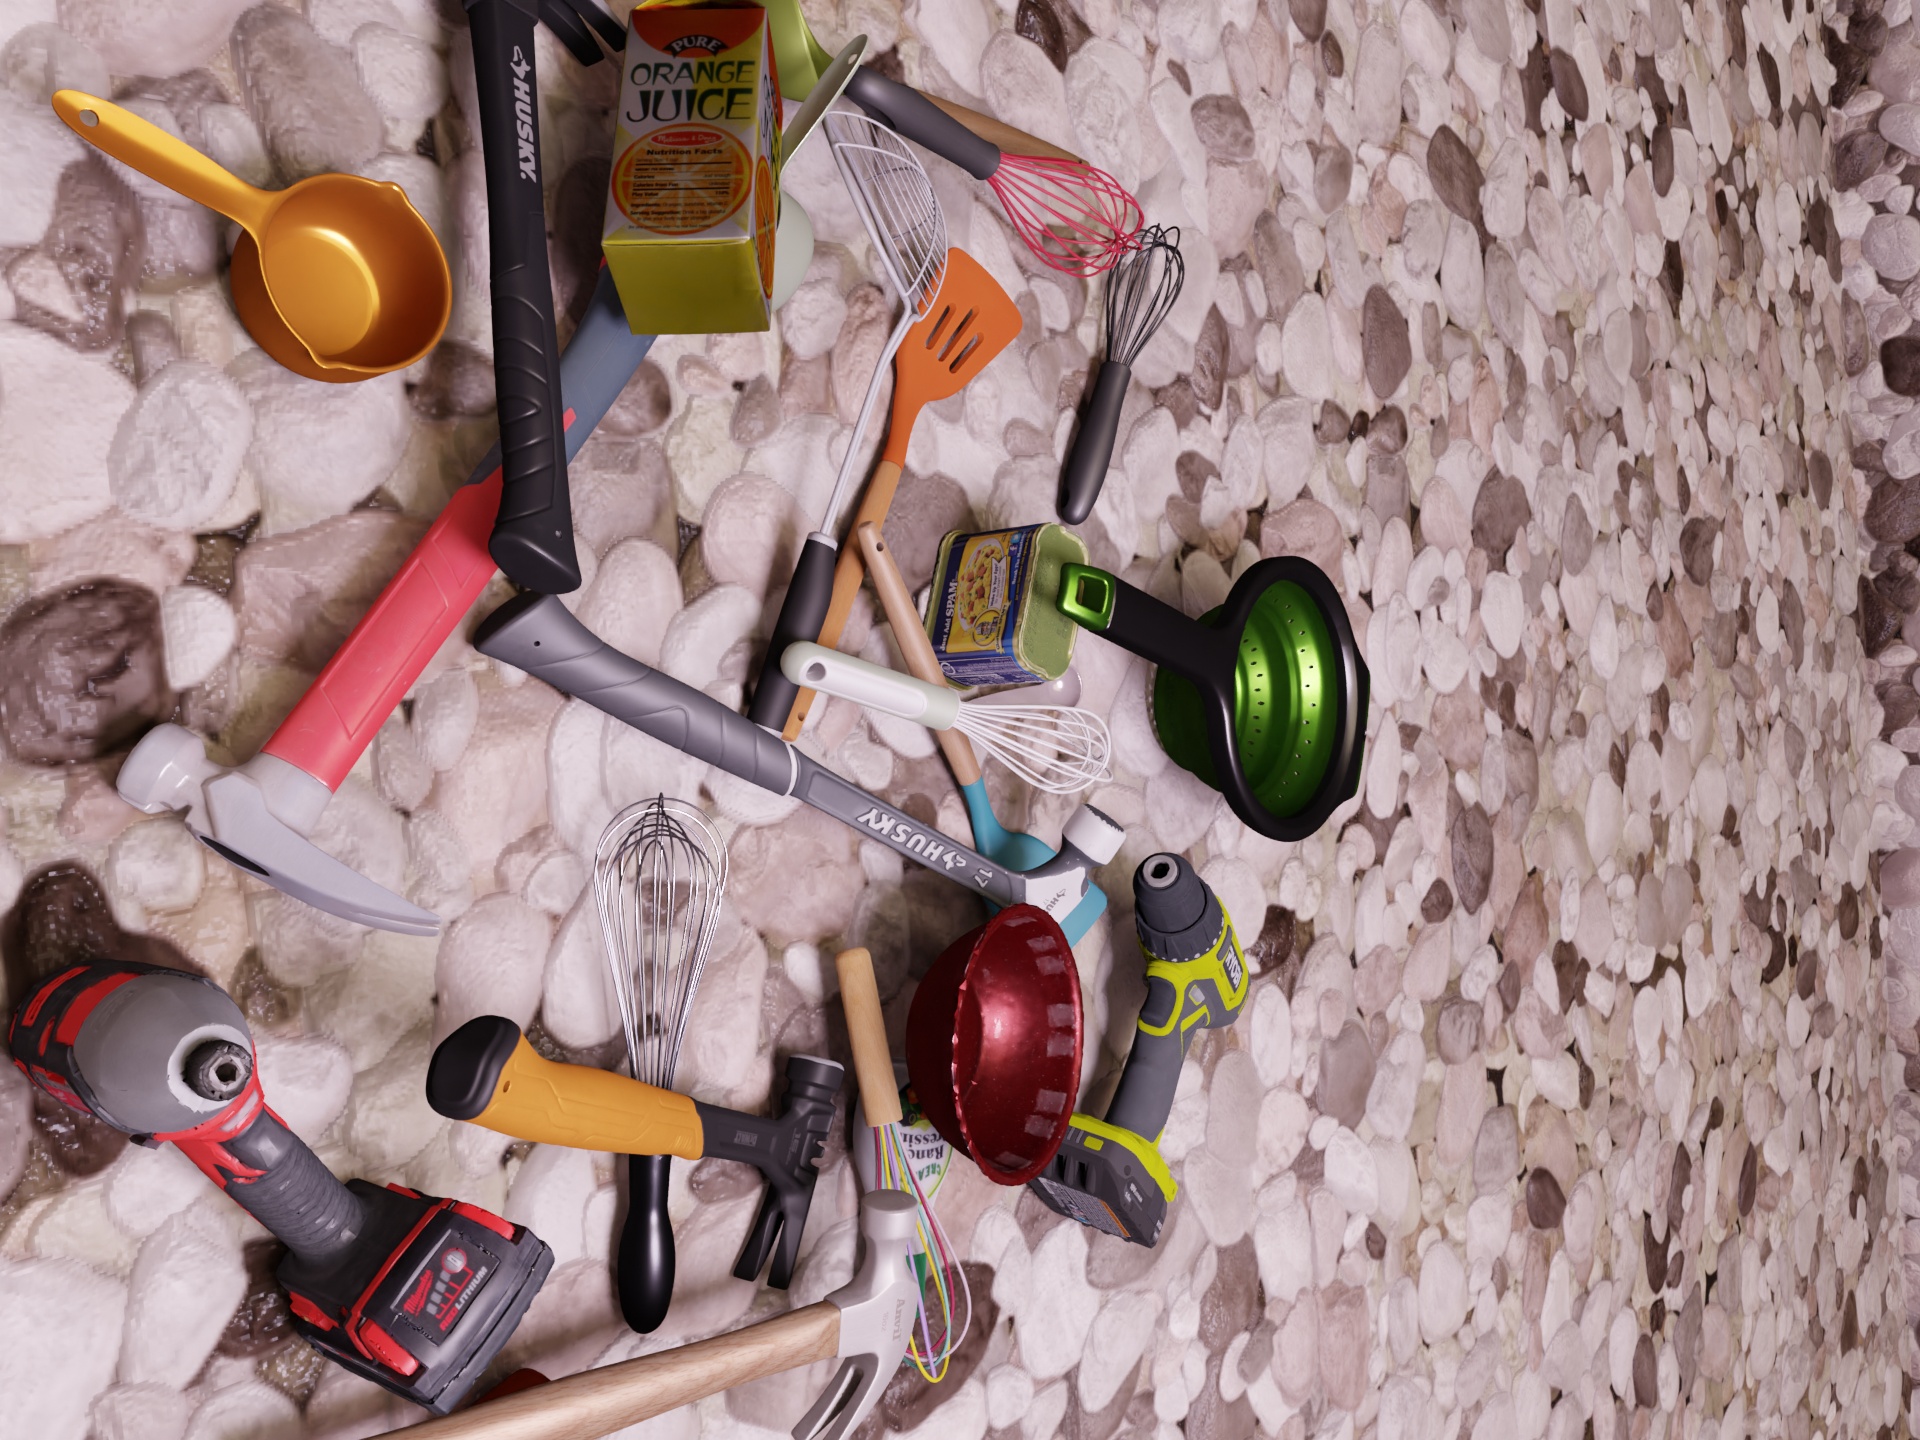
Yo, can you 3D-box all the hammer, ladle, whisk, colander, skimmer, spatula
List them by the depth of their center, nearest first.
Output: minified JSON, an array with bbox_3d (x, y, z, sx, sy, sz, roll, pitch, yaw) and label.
[{"bbox_3d":[-0.205,-0.224,0.753,0.146,0.035,0.335,8,72,-59],"label":"hammer"},{"bbox_3d":[-0.216,-0.085,0.761,0.143,0.038,0.386,31,60,-8],"label":"hammer"},{"bbox_3d":[-0.145,0.200,0.761,0.336,0.034,0.127,47,54,-62],"label":"hammer"},{"bbox_3d":[-0.157,0.324,0.763,0.331,0.031,0.130,-2,100,-39],"label":"hammer"},{"bbox_3d":[-0.160,0.179,0.826,0.070,0.070,0.284,0,93,-45],"label":"whisk"},{"bbox_3d":[-0.086,0.039,0.893,0.408,0.036,0.149,31,99,-33],"label":"hammer"},{"bbox_3d":[-0.039,0.252,0.910,0.047,0.051,0.245,-5,79,-41],"label":"whisk"},{"bbox_3d":[-0.088,-0.168,0.918,0.127,0.090,0.363,33,74,-77],"label":"skimmer"},{"bbox_3d":[-0.001,-0.003,0.942,0.246,0.059,0.058,18,109,-36],"label":"whisk"},{"bbox_3d":[-0.044,-0.134,0.961,0.080,0.041,0.323,37,64,-43],"label":"spatula"},{"bbox_3d":[0.006,0.016,0.991,0.082,0.044,0.317,-41,122,-30],"label":"spatula"},{"bbox_3d":[-0.012,-0.390,0.994,0.320,0.062,0.078,0,71,-47],"label":"ladle"},{"bbox_3d":[0.027,-0.344,0.999,0.295,0.073,0.073,8,83,-53],"label":"whisk"},{"bbox_3d":[0.156,-0.035,1.100,0.396,0.094,0.204,20,75,-49],"label":"colander"},{"bbox_3d":[0.112,-0.245,1.117,0.055,0.055,0.239,29,72,-40],"label":"whisk"}]

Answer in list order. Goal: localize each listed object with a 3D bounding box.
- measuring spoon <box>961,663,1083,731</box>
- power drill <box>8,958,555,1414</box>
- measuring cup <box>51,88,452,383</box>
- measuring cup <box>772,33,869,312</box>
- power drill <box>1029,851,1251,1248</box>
[{"bbox_3d":[0.032,-0.012,1.054,0.124,0.018,0.034,-16,100,-37],"label":"measuring spoon"},{"bbox_3d":[-0.275,0.184,0.651,0.079,0.143,0.219,-55,127,-34],"label":"power drill"},{"bbox_3d":[-0.311,-0.212,0.694,0.173,0.052,0.095,28,69,-38],"label":"measuring cup"},{"bbox_3d":[-0.089,-0.293,0.868,0.038,0.083,0.167,29,97,-49],"label":"measuring cup"},{"bbox_3d":[0.122,0.213,1.058,0.229,0.080,0.190,-64,149,-25],"label":"power drill"}]
